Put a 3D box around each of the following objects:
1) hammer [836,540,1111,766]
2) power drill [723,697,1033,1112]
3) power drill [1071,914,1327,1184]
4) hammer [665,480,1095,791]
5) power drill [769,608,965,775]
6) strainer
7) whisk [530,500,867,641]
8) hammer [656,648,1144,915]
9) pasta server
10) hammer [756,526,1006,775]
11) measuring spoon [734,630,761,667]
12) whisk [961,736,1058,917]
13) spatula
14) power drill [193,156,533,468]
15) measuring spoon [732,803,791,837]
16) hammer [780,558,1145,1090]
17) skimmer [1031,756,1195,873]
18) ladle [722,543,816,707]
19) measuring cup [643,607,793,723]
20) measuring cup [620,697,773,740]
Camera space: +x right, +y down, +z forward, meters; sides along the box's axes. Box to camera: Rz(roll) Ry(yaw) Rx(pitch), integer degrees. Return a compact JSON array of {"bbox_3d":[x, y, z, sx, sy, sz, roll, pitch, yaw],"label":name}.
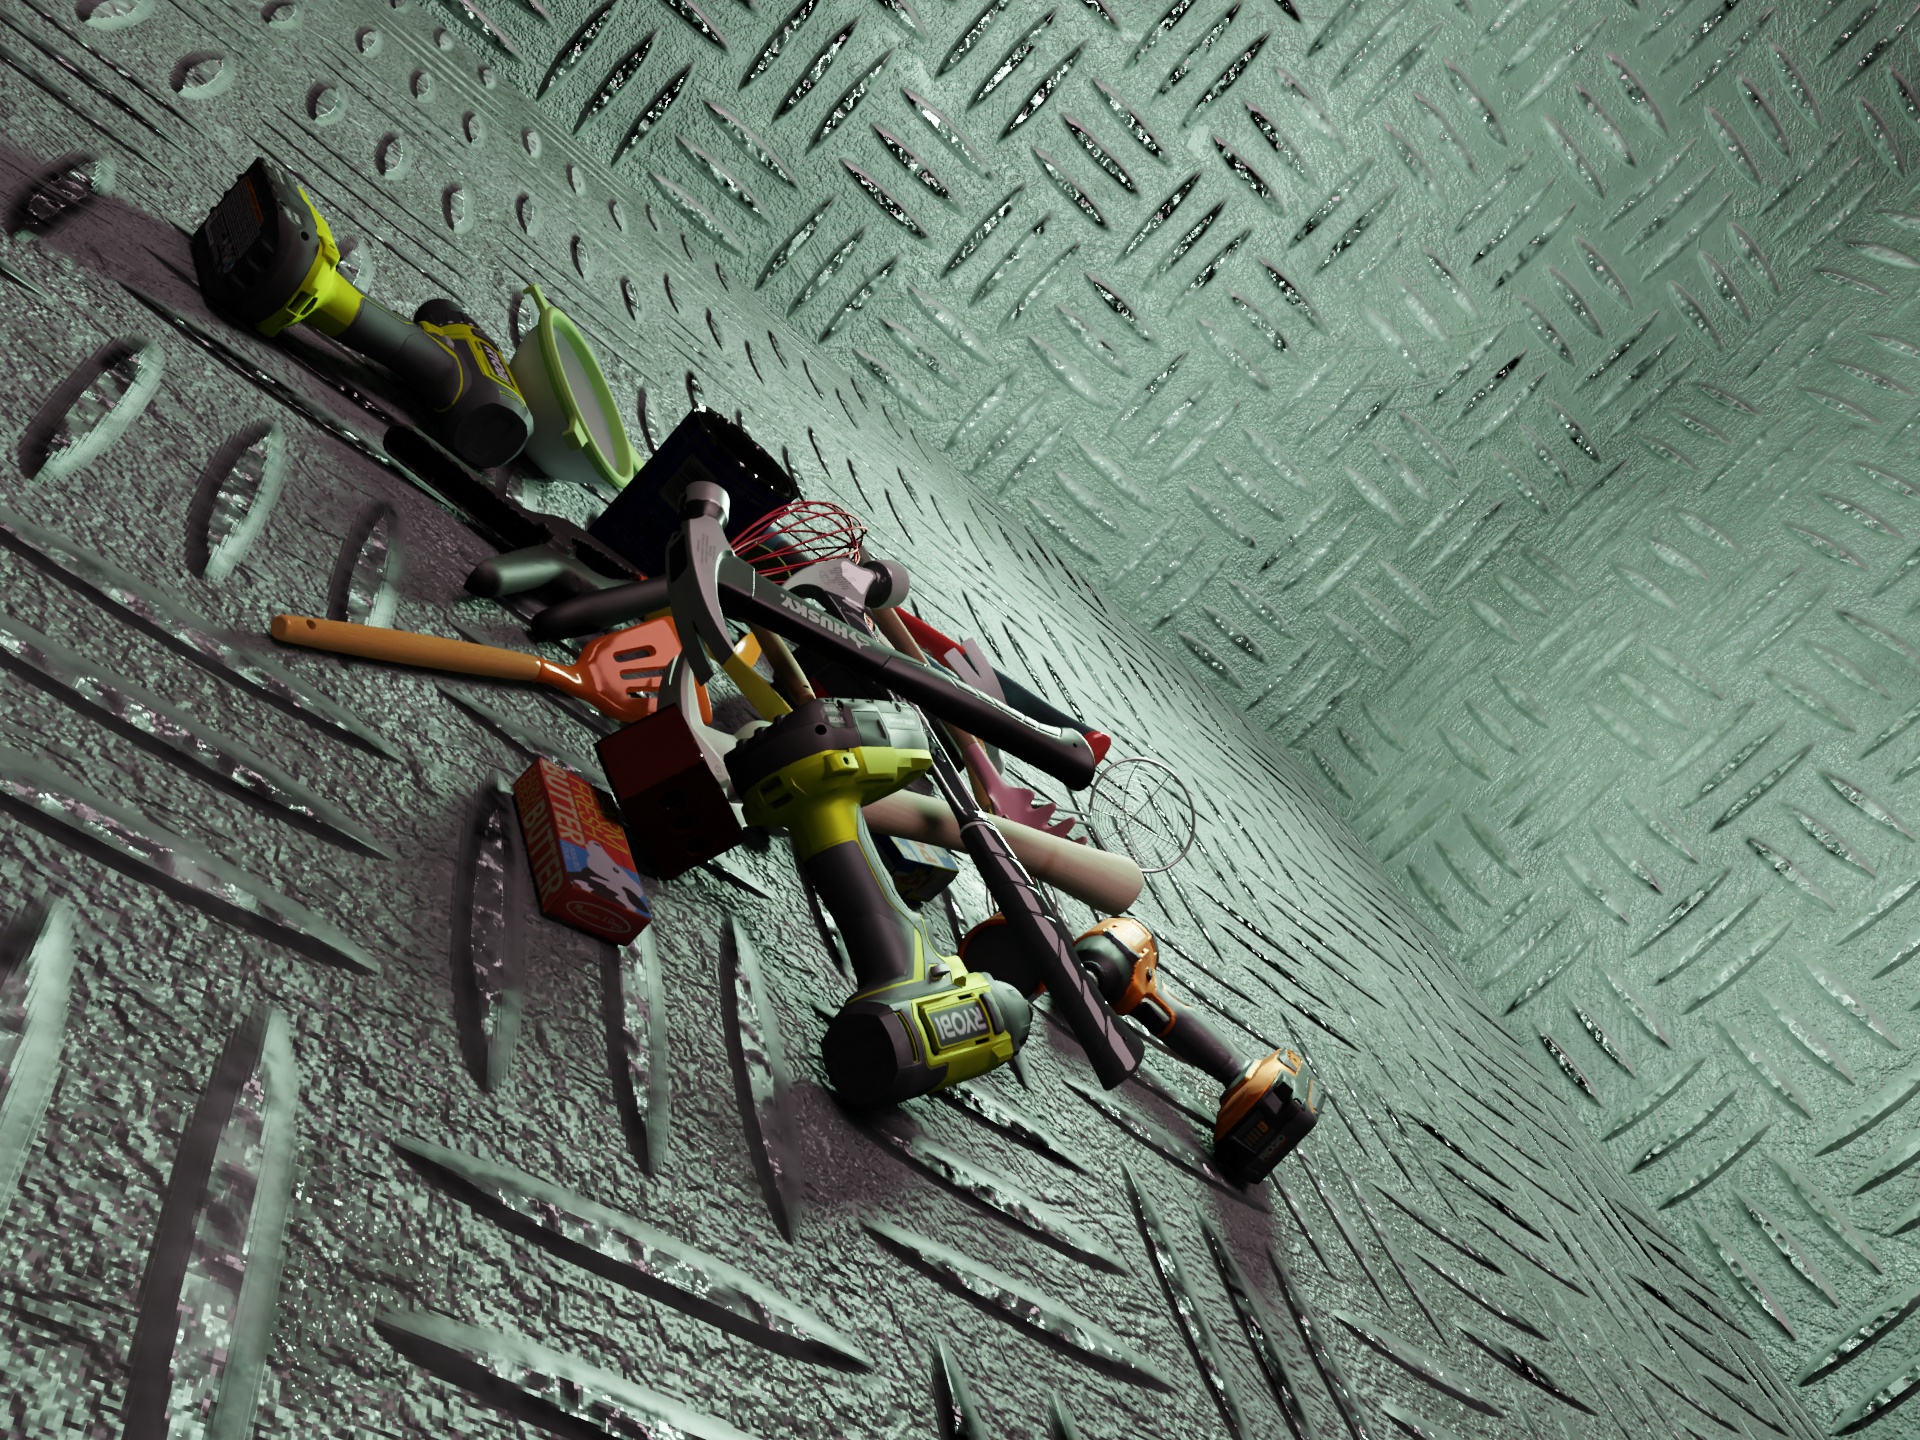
[{"bbox_3d":[0.009,-0.055,1.471,0.387,0.038,0.143,36,-19,51],"label":"hammer"},{"bbox_3d":[-0.039,0.104,0.924,0.171,0.080,0.223,2,62,-58],"label":"power drill"},{"bbox_3d":[0.173,0.250,1.244,0.226,0.084,0.164,43,13,13],"label":"power drill"},{"bbox_3d":[-0.042,-0.028,1.032,0.334,0.035,0.146,27,37,-30],"label":"hammer"},{"bbox_3d":[-0.068,-0.010,1.331,0.188,0.080,0.227,50,8,-5],"label":"power drill"},{"bbox_3d":[-0.314,-0.232,1.315,0.256,0.069,0.152,63,7,-72],"label":"strainer"},{"bbox_3d":[-0.173,-0.100,1.105,0.296,0.073,0.073,-23,65,-45],"label":"whisk"},{"bbox_3d":[-0.025,0.061,1.088,0.410,0.038,0.146,19,42,-39],"label":"hammer"},{"bbox_3d":[-0.002,-0.004,1.274,0.060,0.040,0.316,-11,60,-43],"label":"pasta server"},{"bbox_3d":[-0.076,-0.081,1.471,0.331,0.033,0.128,39,-32,29],"label":"hammer"},{"bbox_3d":[-0.175,-0.057,1.299,0.021,0.011,0.117,42,17,-10],"label":"measuring spoon"},{"bbox_3d":[0.031,0.093,1.288,0.047,0.051,0.245,20,33,-29],"label":"whisk"},{"bbox_3d":[-0.257,-0.037,0.915,0.322,0.041,0.081,10,55,-65],"label":"spatula"},{"bbox_3d":[-0.421,-0.293,1.141,0.228,0.080,0.191,34,17,-47],"label":"power drill"},{"bbox_3d":[-0.144,0.065,1.008,0.034,0.018,0.124,52,22,19],"label":"measuring spoon"},{"bbox_3d":[0.001,0.059,1.055,0.149,0.036,0.409,-8,62,-54],"label":"hammer"},{"bbox_3d":[0.134,0.088,1.595,0.363,0.090,0.127,13,65,-62],"label":"skimmer"},{"bbox_3d":[-0.146,-0.075,1.220,0.078,0.062,0.320,9,16,-20],"label":"ladle"},{"bbox_3d":[-0.167,-0.035,1.134,0.156,0.062,0.029,45,28,12],"label":"measuring cup"},{"bbox_3d":[-0.155,0.014,1.065,0.167,0.038,0.083,35,16,-41],"label":"measuring cup"}]
